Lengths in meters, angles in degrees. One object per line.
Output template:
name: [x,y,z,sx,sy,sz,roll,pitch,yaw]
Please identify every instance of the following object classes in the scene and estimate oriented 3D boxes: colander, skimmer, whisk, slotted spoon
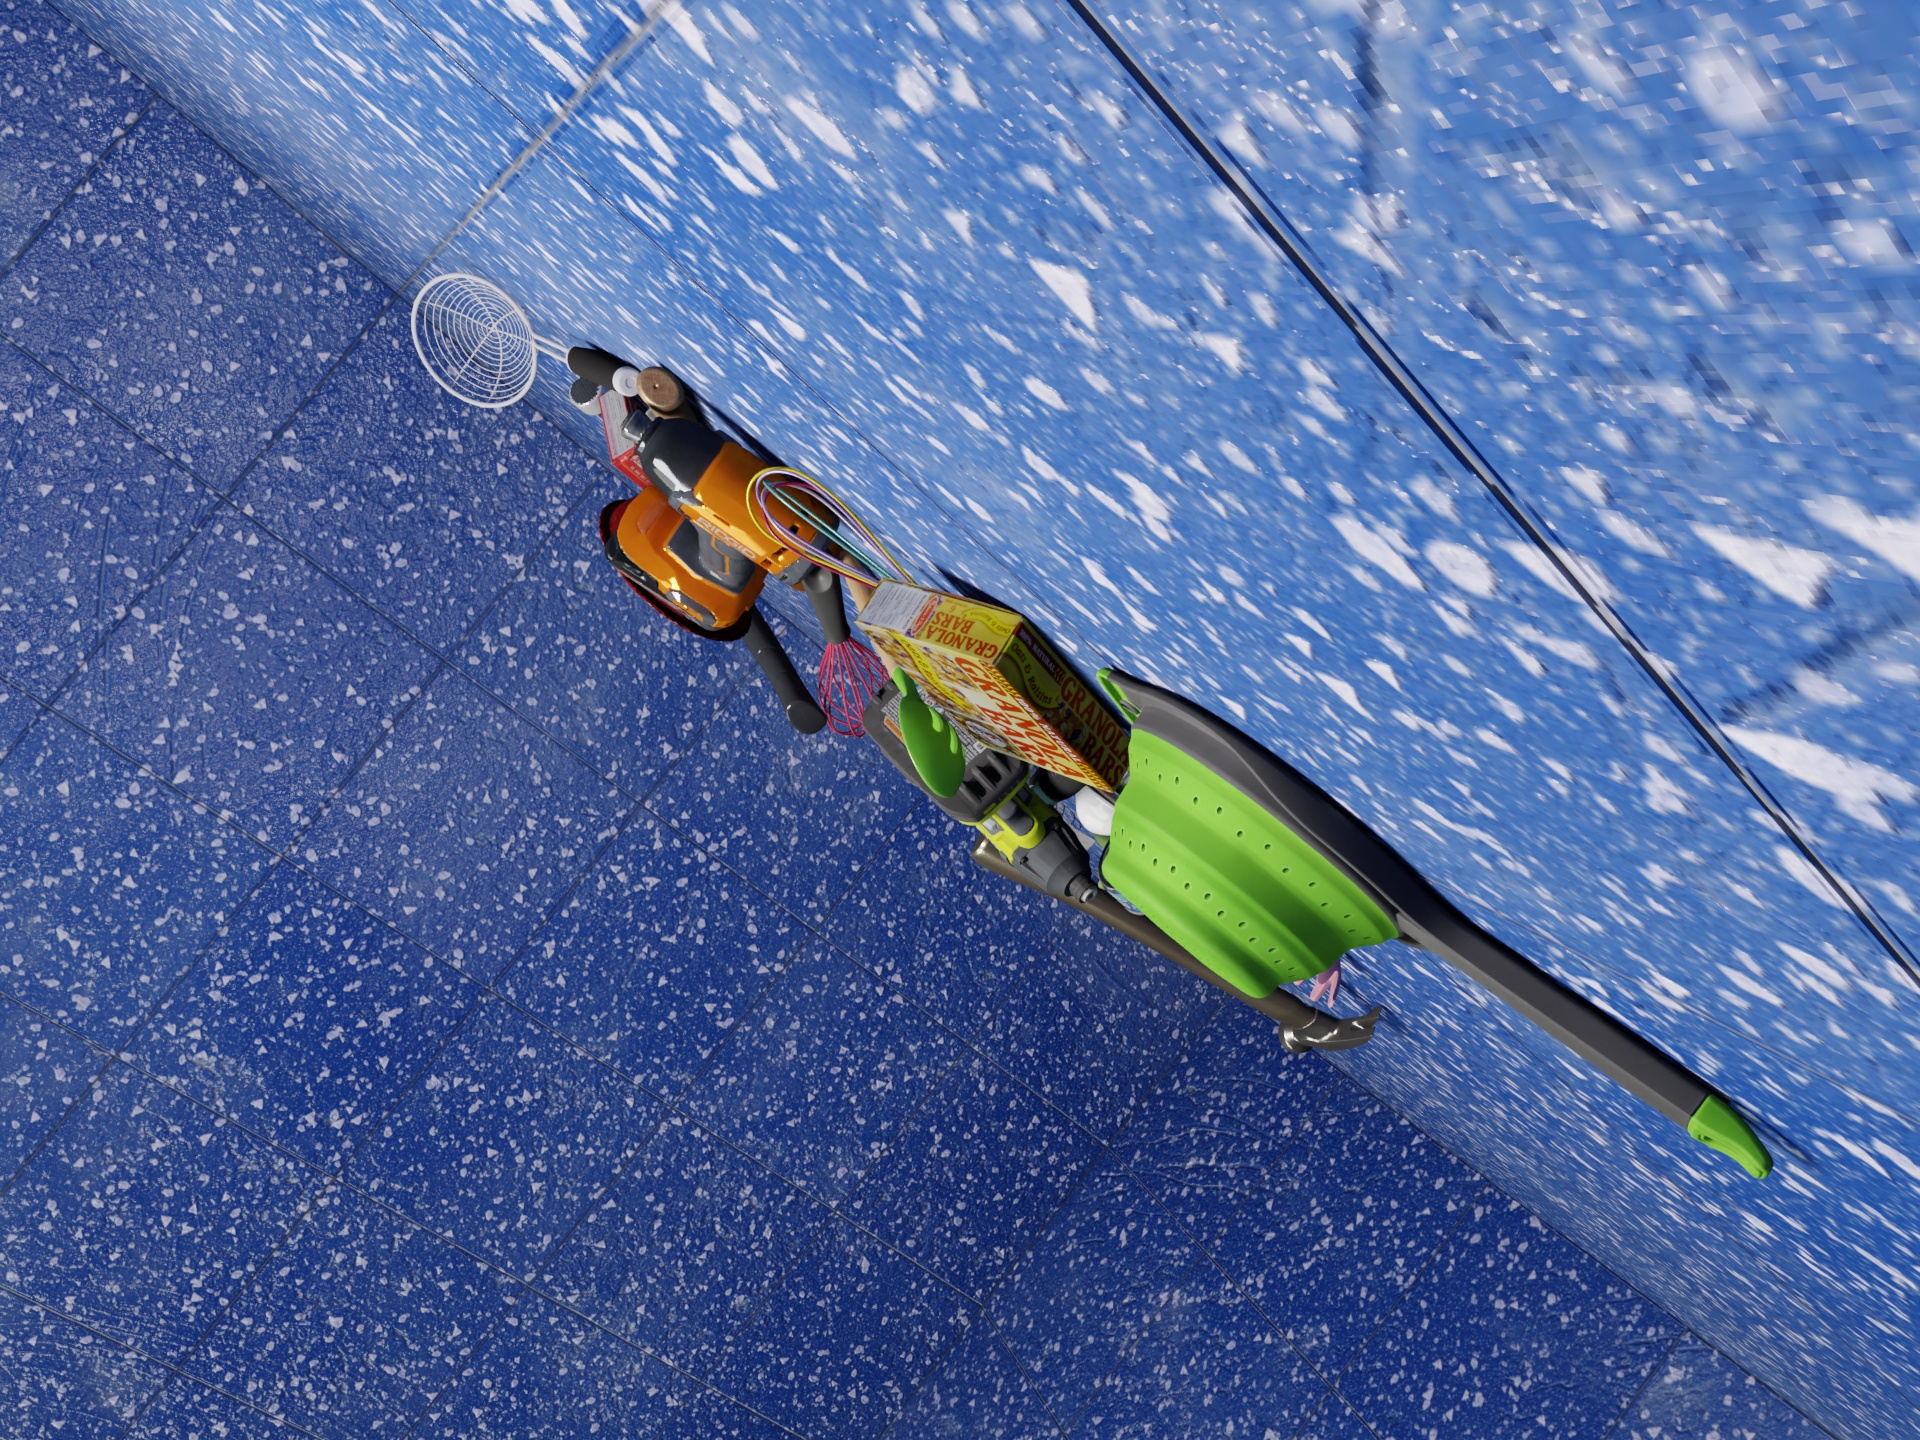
colander: [0.198,0.121,0.798,0.397,0.094,0.204,37,176,32]
skimmer: [-0.376,-0.307,1.362,0.364,0.090,0.127,31,141,51]
whisk: [-0.103,-0.066,1.378,0.073,0.073,0.295,38,162,23]
whisk: [0.086,0.084,1.632,0.070,0.070,0.285,39,-168,-8]
whisk: [-0.042,-0.089,1.081,0.245,0.047,0.051,36,176,-13]
slotted spoon: [-0.050,-0.049,1.160,0.070,0.031,0.314,46,-170,-36]

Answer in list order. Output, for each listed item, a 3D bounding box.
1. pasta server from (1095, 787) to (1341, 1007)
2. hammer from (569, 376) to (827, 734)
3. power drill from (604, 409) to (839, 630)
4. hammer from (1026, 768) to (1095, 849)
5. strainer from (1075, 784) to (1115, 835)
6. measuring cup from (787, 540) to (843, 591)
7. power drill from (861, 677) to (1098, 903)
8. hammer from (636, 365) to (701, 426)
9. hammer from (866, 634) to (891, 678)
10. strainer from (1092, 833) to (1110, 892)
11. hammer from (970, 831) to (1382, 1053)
pasta server: [0.202,0.125,1.358,0.316,0.040,0.060,39,165,21]
hammer: [-0.236,-0.151,1.496,0.409,0.036,0.149,56,-173,22]
power drill: [-0.195,-0.151,1.185,0.164,0.084,0.226,35,161,-14]
hammer: [0.079,0.053,1.341,0.128,0.033,0.331,49,169,4]
strainer: [0.081,0.035,1.458,0.258,0.050,0.087,42,-176,5]
measuring cup: [-0.151,-0.147,1.378,0.095,0.052,0.173,39,175,-3]
power drill: [0.025,0.055,1.247,0.171,0.080,0.223,44,177,33]
hammer: [-0.218,-0.225,1.261,0.130,0.031,0.331,39,176,0]
hammer: [-0.011,-0.012,1.634,0.127,0.034,0.336,63,-172,20]
strainer: [0.193,0.149,1.571,0.152,0.069,0.256,17,151,47]
hammer: [0.198,0.206,1.496,0.410,0.038,0.146,29,156,-10]
